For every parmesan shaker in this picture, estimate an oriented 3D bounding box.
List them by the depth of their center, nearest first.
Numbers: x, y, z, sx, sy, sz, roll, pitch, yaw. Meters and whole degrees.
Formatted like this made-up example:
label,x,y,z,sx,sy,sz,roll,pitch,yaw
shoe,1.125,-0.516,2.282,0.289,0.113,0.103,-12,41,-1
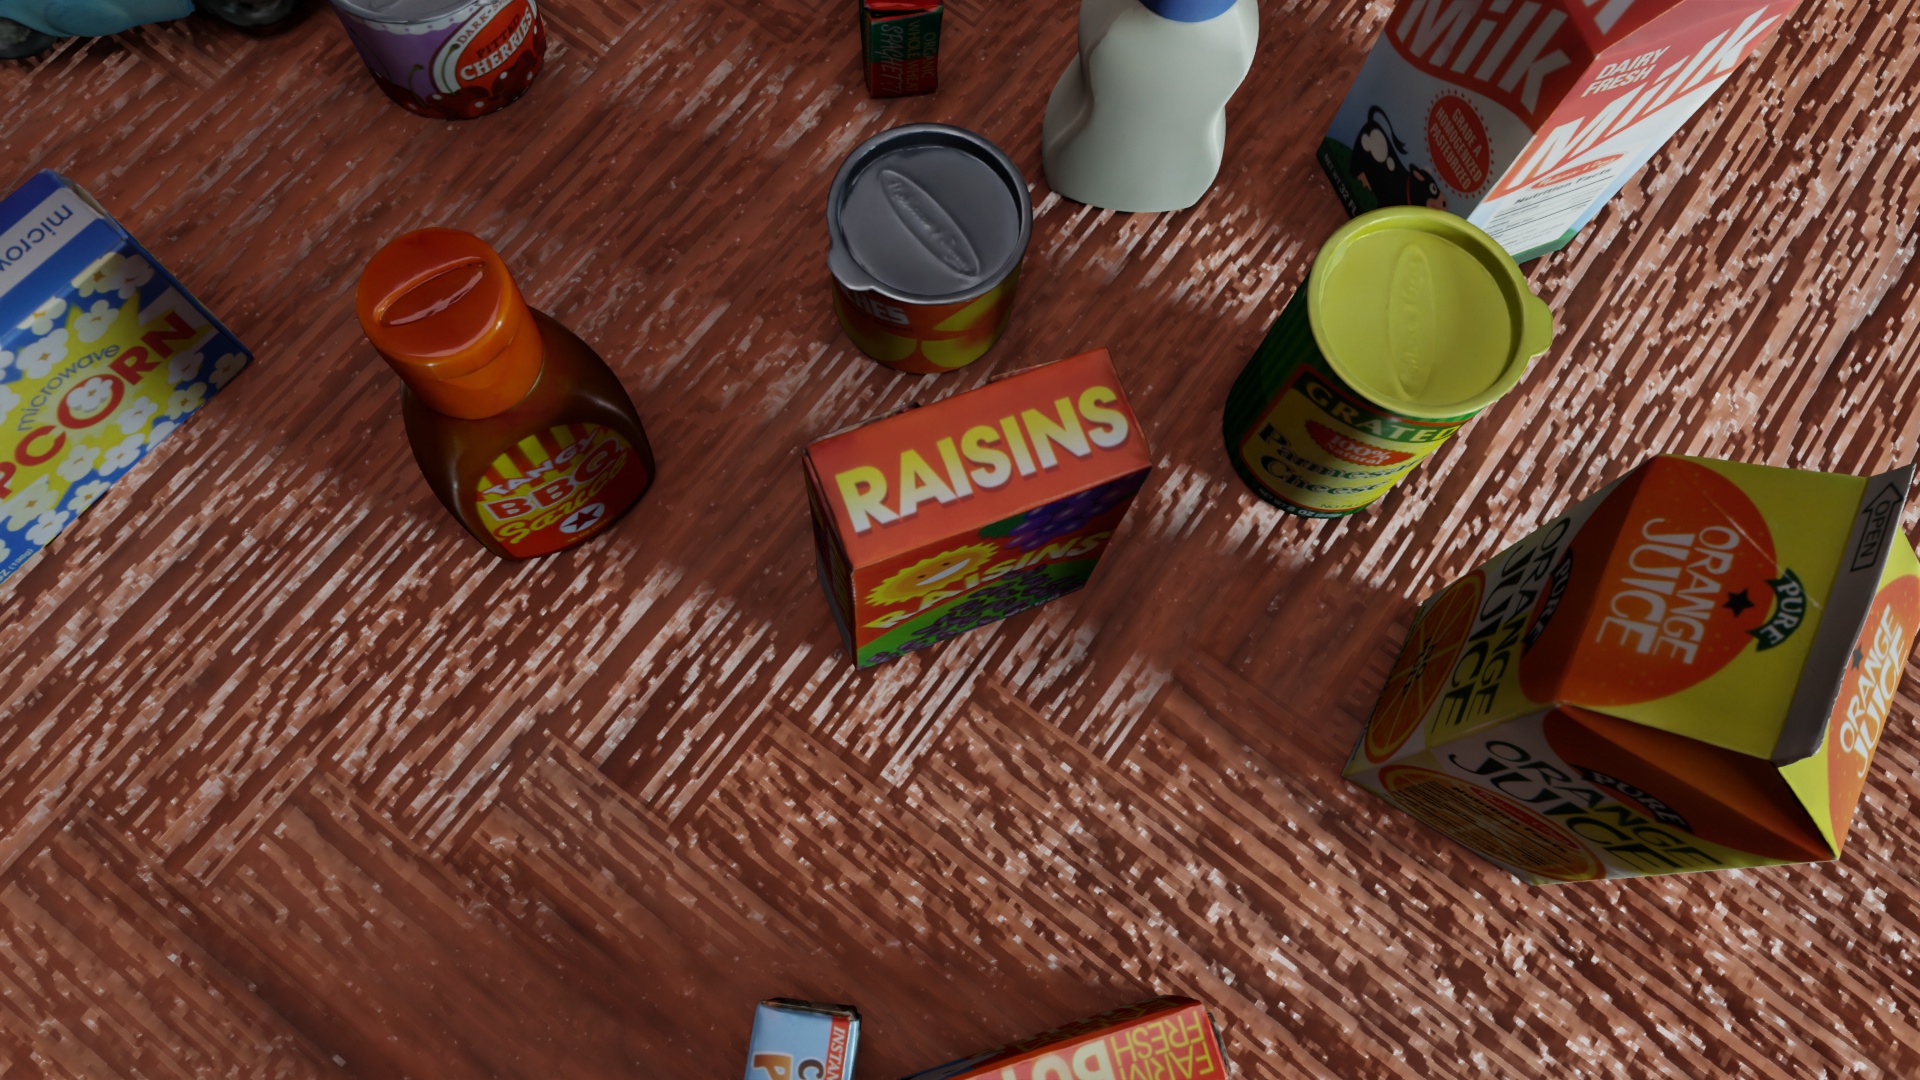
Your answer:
label,x,y,z,sx,sy,sz,roll,pitch,yaw
parmesan shaker,0.130,-0.051,0.442,0.071,0.102,0.071,1,73,-3

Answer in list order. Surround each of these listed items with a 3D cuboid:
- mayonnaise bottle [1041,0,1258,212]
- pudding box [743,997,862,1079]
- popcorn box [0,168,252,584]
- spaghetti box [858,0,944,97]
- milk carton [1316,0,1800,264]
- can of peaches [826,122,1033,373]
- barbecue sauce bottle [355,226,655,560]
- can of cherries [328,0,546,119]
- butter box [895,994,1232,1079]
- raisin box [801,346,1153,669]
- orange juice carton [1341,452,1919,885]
label,x,y,z,sx,sy,sz,roll,pitch,yaw
mayonnaise bottle,0.065,-0.159,0.447,0.065,0.147,0.041,6,73,-2
pudding box,-0.048,0.174,0.390,0.030,0.049,0.084,8,73,-1
popcorn box,-0.291,-0.041,0.420,0.038,0.085,0.127,39,75,8
spaghetti box,-0.031,-0.290,0.532,0.029,0.050,0.250,-4,73,-5
milk carton,0.185,-0.155,0.432,0.073,0.190,0.072,-20,76,-9
can of peaches,-0.013,-0.096,0.469,0.071,0.058,0.071,1,73,-3
barbecue sauce bottle,-0.129,-0.038,0.397,0.065,0.148,0.044,-32,78,-12
can of cherries,-0.183,-0.189,0.487,0.071,0.058,0.071,1,73,-3
butter box,0.021,0.156,0.398,0.104,0.053,0.024,-15,75,-8
raisin box,0.001,-0.005,0.409,0.086,0.123,0.040,-19,76,-9
orange juice carton,0.177,0.040,0.371,0.073,0.192,0.072,29,74,5
